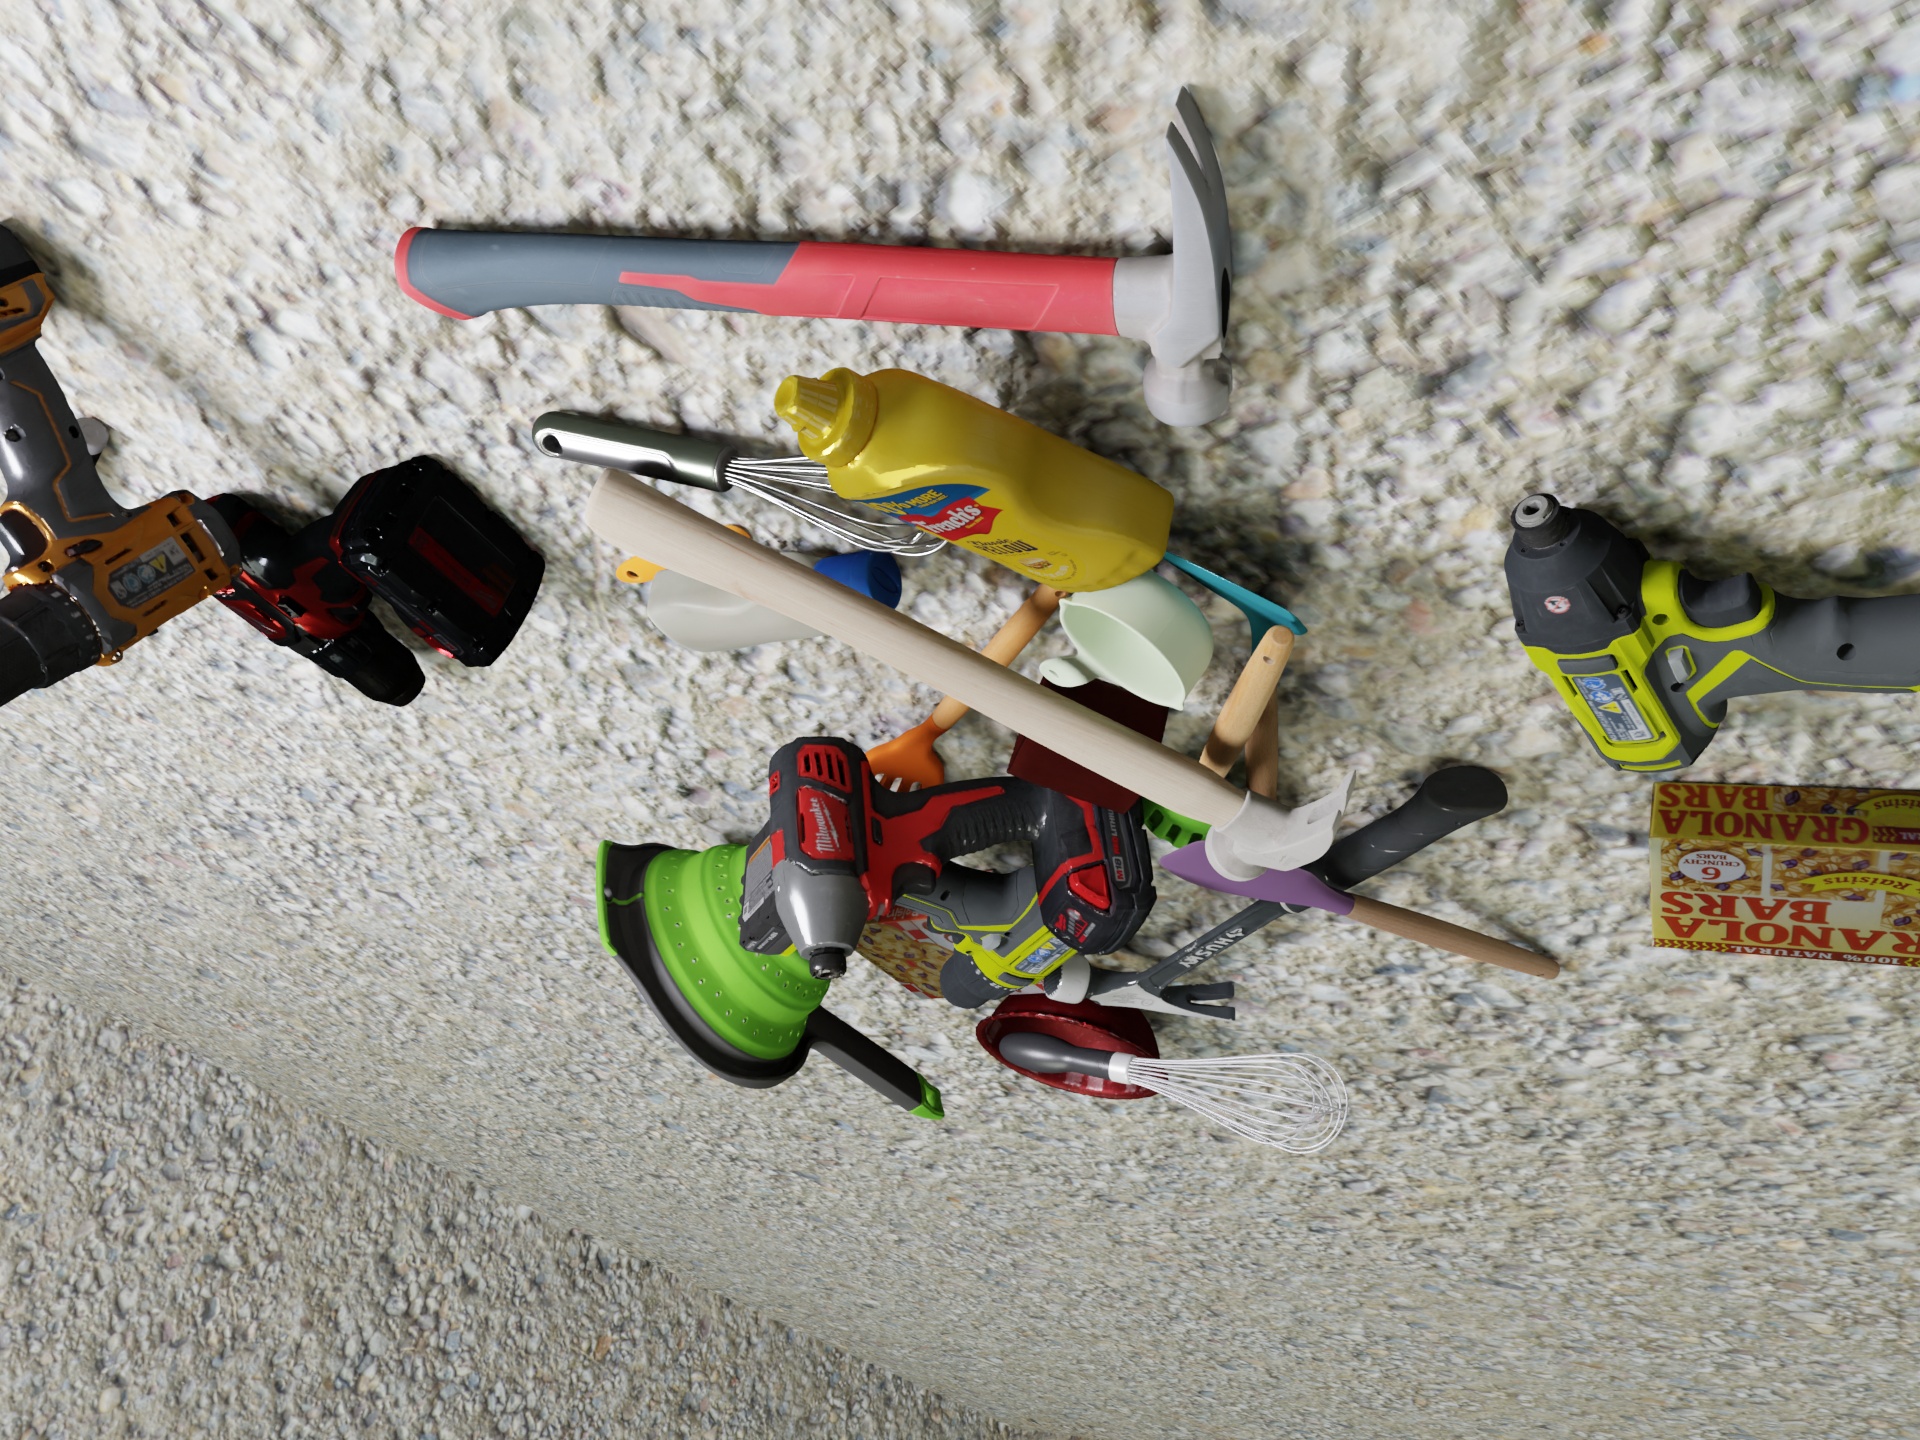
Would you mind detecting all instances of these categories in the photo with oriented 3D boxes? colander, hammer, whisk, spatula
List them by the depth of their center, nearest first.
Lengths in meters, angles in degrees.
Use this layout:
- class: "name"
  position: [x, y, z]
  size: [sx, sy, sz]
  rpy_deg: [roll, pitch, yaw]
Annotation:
- class: "hammer"
  position: [-0.079, -0.201, 0.681]
  size: [0.386, 0.038, 0.143]
  rpy_deg: [8, 147, 17]
- class: "hammer"
  position: [0.000, -0.028, 0.812]
  size: [0.410, 0.038, 0.146]
  rpy_deg: [26, 163, -3]
- class: "whisk"
  position: [-0.113, -0.126, 0.813]
  size: [0.246, 0.059, 0.057]
  rpy_deg: [14, 139, 17]
- class: "spatula"
  position: [0.158, 0.001, 0.876]
  size: [0.082, 0.044, 0.317]
  rpy_deg: [30, 158, 26]
- class: "spatula"
  position: [-0.002, -0.003, 0.957]
  size: [0.081, 0.041, 0.322]
  rpy_deg: [14, 150, -17]
- class: "spatula"
  position: [0.255, 0.120, 0.978]
  size: [0.315, 0.018, 0.059]
  rpy_deg: [18, 150, -26]
- class: "hammer"
  position: [0.209, 0.124, 1.042]
  size: [0.149, 0.036, 0.408]
  rpy_deg: [14, 149, -20]
- class: "whisk"
  position: [0.151, 0.264, 1.189]
  size: [0.285, 0.070, 0.070]
  rpy_deg: [4, 147, 33]
- class: "colander"
  position: [-0.104, 0.199, 1.208]
  size: [0.094, 0.205, 0.396]
  rpy_deg: [-34, 130, 16]

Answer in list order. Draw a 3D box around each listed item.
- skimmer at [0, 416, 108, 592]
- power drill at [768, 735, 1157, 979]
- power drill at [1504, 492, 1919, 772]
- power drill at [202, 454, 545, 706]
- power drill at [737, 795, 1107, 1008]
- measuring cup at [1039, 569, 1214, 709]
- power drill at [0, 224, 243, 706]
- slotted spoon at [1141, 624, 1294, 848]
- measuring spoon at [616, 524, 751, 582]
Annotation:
- class: "skimmer"
  position: [-0.645, -0.126, 1.115]
  size: [0.127, 0.090, 0.363]
  rpy_deg: [36, 135, -22]
- class: "power drill"
  position: [-0.003, 0.083, 0.944]
  size: [0.219, 0.143, 0.078]
  rpy_deg: [2, 151, -14]
- class: "power drill"
  position: [0.352, -0.048, 0.663]
  size: [0.223, 0.080, 0.171]
  rpy_deg: [-7, 142, 41]
- class: "power drill"
  position: [-0.367, -0.076, 1.004]
  size: [0.227, 0.080, 0.187]
  rpy_deg: [-3, 144, 36]
- class: "power drill"
  position: [-0.029, 0.130, 1.075]
  size: [0.228, 0.080, 0.190]
  rpy_deg: [17, 141, -23]
- class: "measuring cup"
  position: [0.079, -0.042, 0.833]
  size: [0.083, 0.038, 0.167]
  rpy_deg: [41, 168, -8]
- class: "power drill"
  position: [-0.518, -0.126, 0.846]
  size: [0.084, 0.185, 0.226]
  rpy_deg: [-7, 120, 36]
- class: "slotted spoon"
  position: [0.140, 0.018, 0.872]
  size: [0.070, 0.031, 0.313]
  rpy_deg: [28, 160, 9]
- class: "measuring spoon"
  position: [-0.164, -0.093, 0.926]
  size: [0.117, 0.011, 0.021]
  rpy_deg: [-11, 139, 40]
